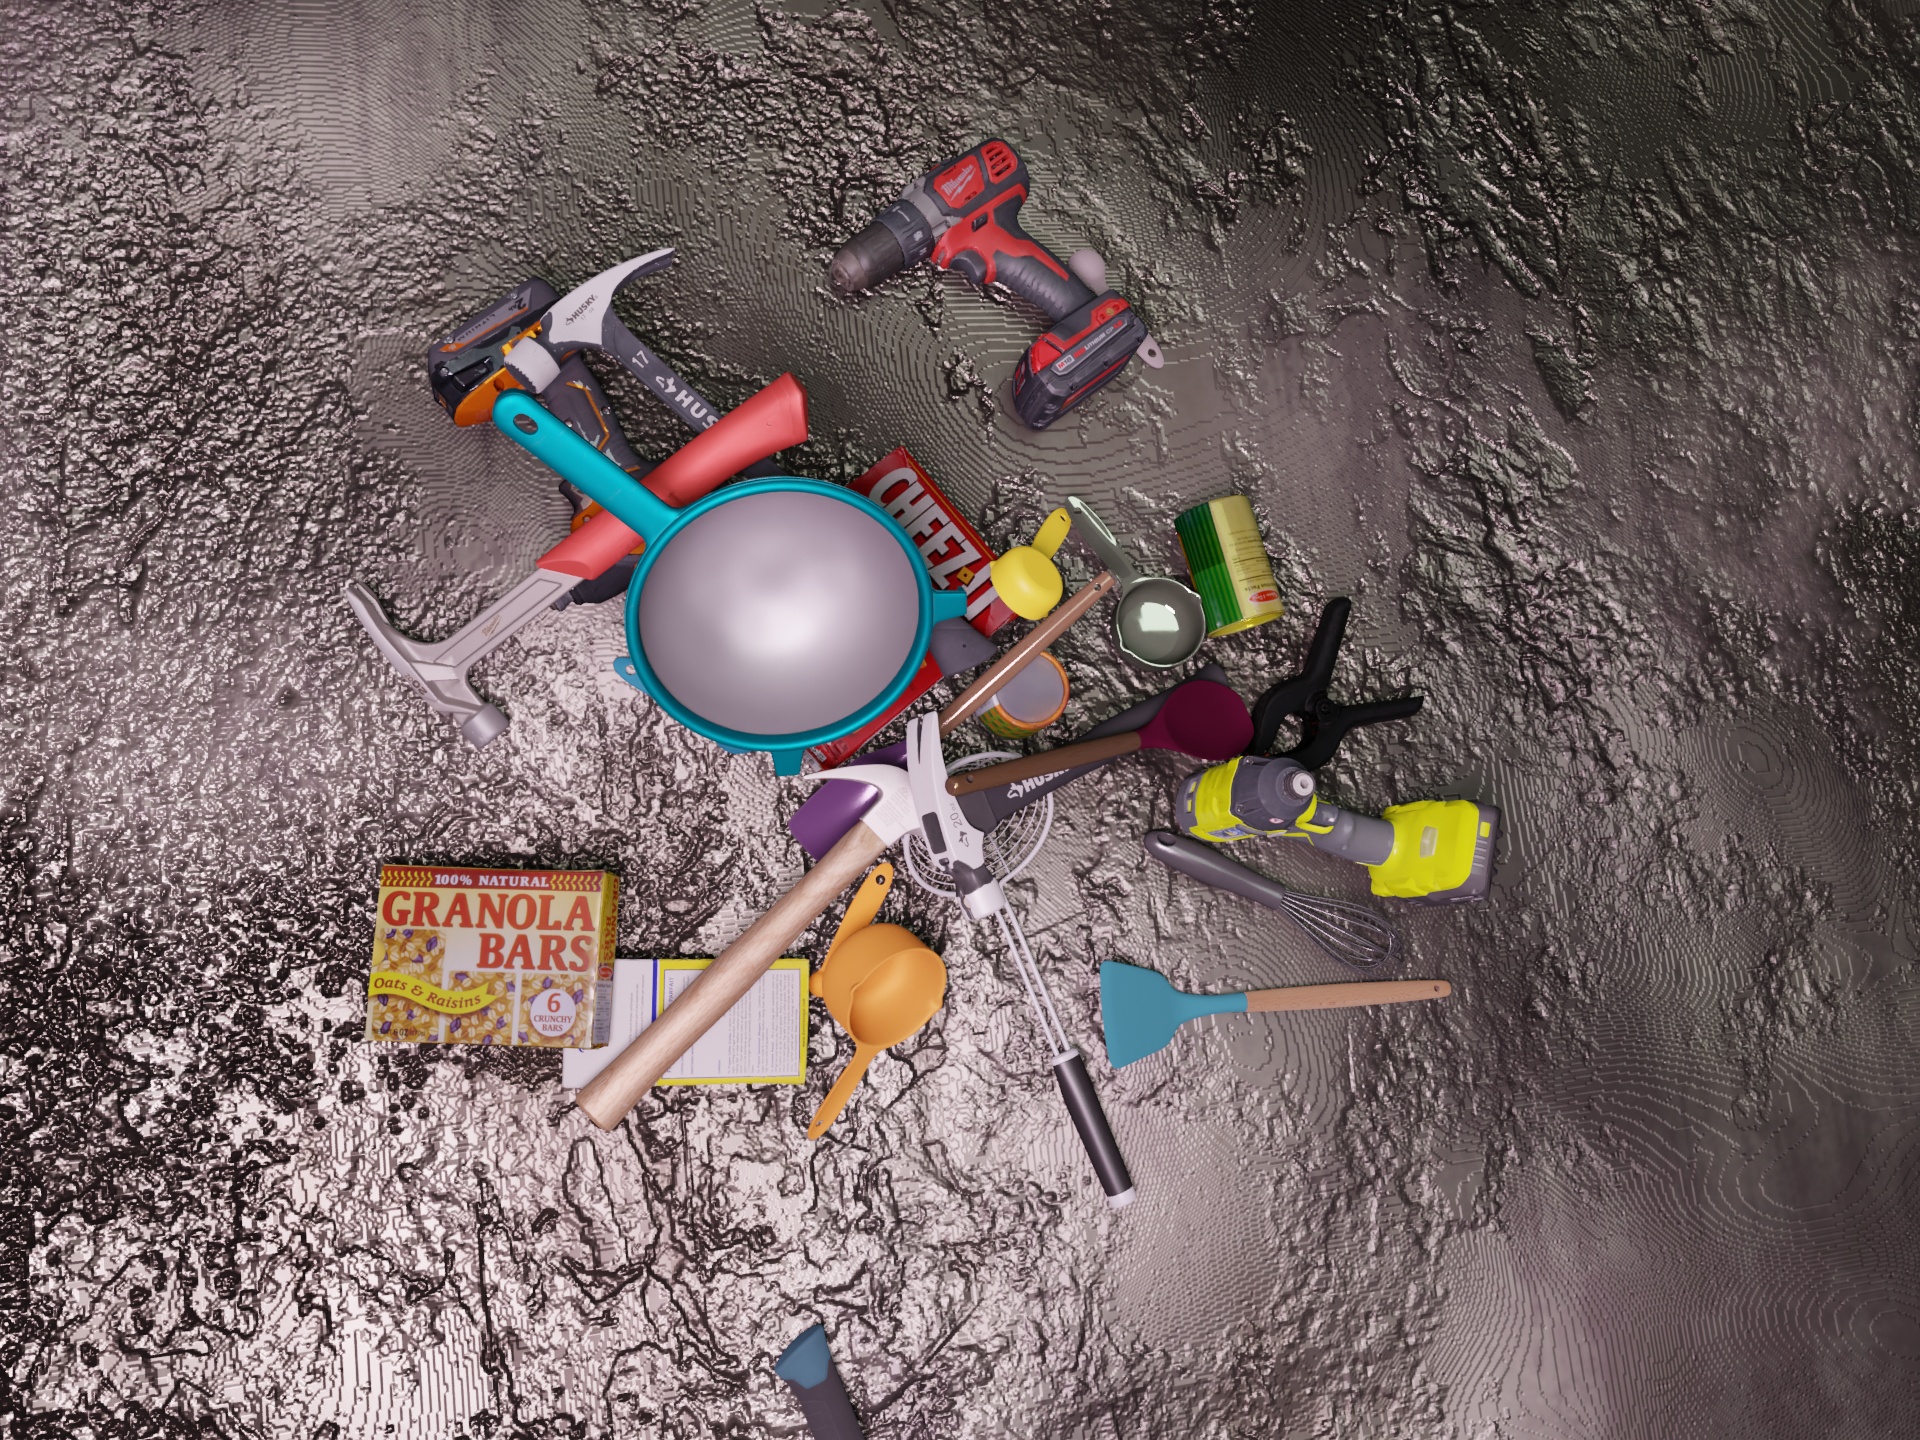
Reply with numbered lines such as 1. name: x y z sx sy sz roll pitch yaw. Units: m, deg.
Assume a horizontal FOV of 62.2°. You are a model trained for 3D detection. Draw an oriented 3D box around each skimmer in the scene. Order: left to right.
1. skimmer: 0.064 0.201 1.212 0.127 0.090 0.363 -21 86 -17

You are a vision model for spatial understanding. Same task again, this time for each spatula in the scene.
1. spatula: -0.002 -0.004 1.222 0.316 0.018 0.060 -42 91 4
2. spatula: 0.257 0.226 1.279 0.317 0.044 0.082 -2 77 -15

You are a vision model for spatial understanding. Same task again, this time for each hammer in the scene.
1. hammer: -0.261 -0.137 1.138 0.359 0.037 0.149 -36 103 9
2. hammer: -0.145 0.160 1.138 0.331 0.031 0.130 -44 93 -10
3. hammer: -0.133 -0.178 1.182 0.409 0.036 0.149 41 75 -7
4. hammer: -0.055 0.600 1.143 0.128 0.033 0.331 -22 86 -15
5. hammer: 0.095 0.019 1.218 0.335 0.035 0.146 -25 93 -39

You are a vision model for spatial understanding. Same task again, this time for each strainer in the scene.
1. strainer: -0.173 -0.123 1.087 0.211 0.095 0.340 -43 120 15

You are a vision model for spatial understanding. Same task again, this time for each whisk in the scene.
1. whisk: 0.256 0.146 1.294 0.239 0.055 0.055 25 75 -3

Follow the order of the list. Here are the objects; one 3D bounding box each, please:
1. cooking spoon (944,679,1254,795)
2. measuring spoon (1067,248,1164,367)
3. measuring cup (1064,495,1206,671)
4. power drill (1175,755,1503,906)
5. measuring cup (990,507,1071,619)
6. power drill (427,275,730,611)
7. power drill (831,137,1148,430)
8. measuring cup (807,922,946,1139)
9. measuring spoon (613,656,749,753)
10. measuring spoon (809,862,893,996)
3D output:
1. cooking spoon: 0.113 0.019 1.197 0.318 0.017 0.069 -12 75 -39
2. measuring spoon: 0.137 -0.355 1.366 0.034 0.018 0.124 -38 91 -17
3. measuring cup: 0.134 -0.113 1.316 0.083 0.038 0.167 -34 83 -15
4. power drill: 0.303 0.082 1.252 0.223 0.171 0.080 16 77 -14
5. measuring cup: 0.070 -0.136 1.265 0.062 0.029 0.157 43 40 -11
6. power drill: -0.300 -0.201 1.205 0.164 0.084 0.226 -41 95 -16
7. power drill: 0.023 -0.352 1.311 0.188 0.080 0.227 -38 87 -17
8. measuring cup: -0.081 0.230 1.195 0.095 0.052 0.173 21 104 -45
9. measuring spoon: -0.208 -0.016 1.221 0.128 0.021 0.042 28 75 -9
10. measuring spoon: -0.083 0.160 1.225 0.021 0.011 0.117 32 75 -6
